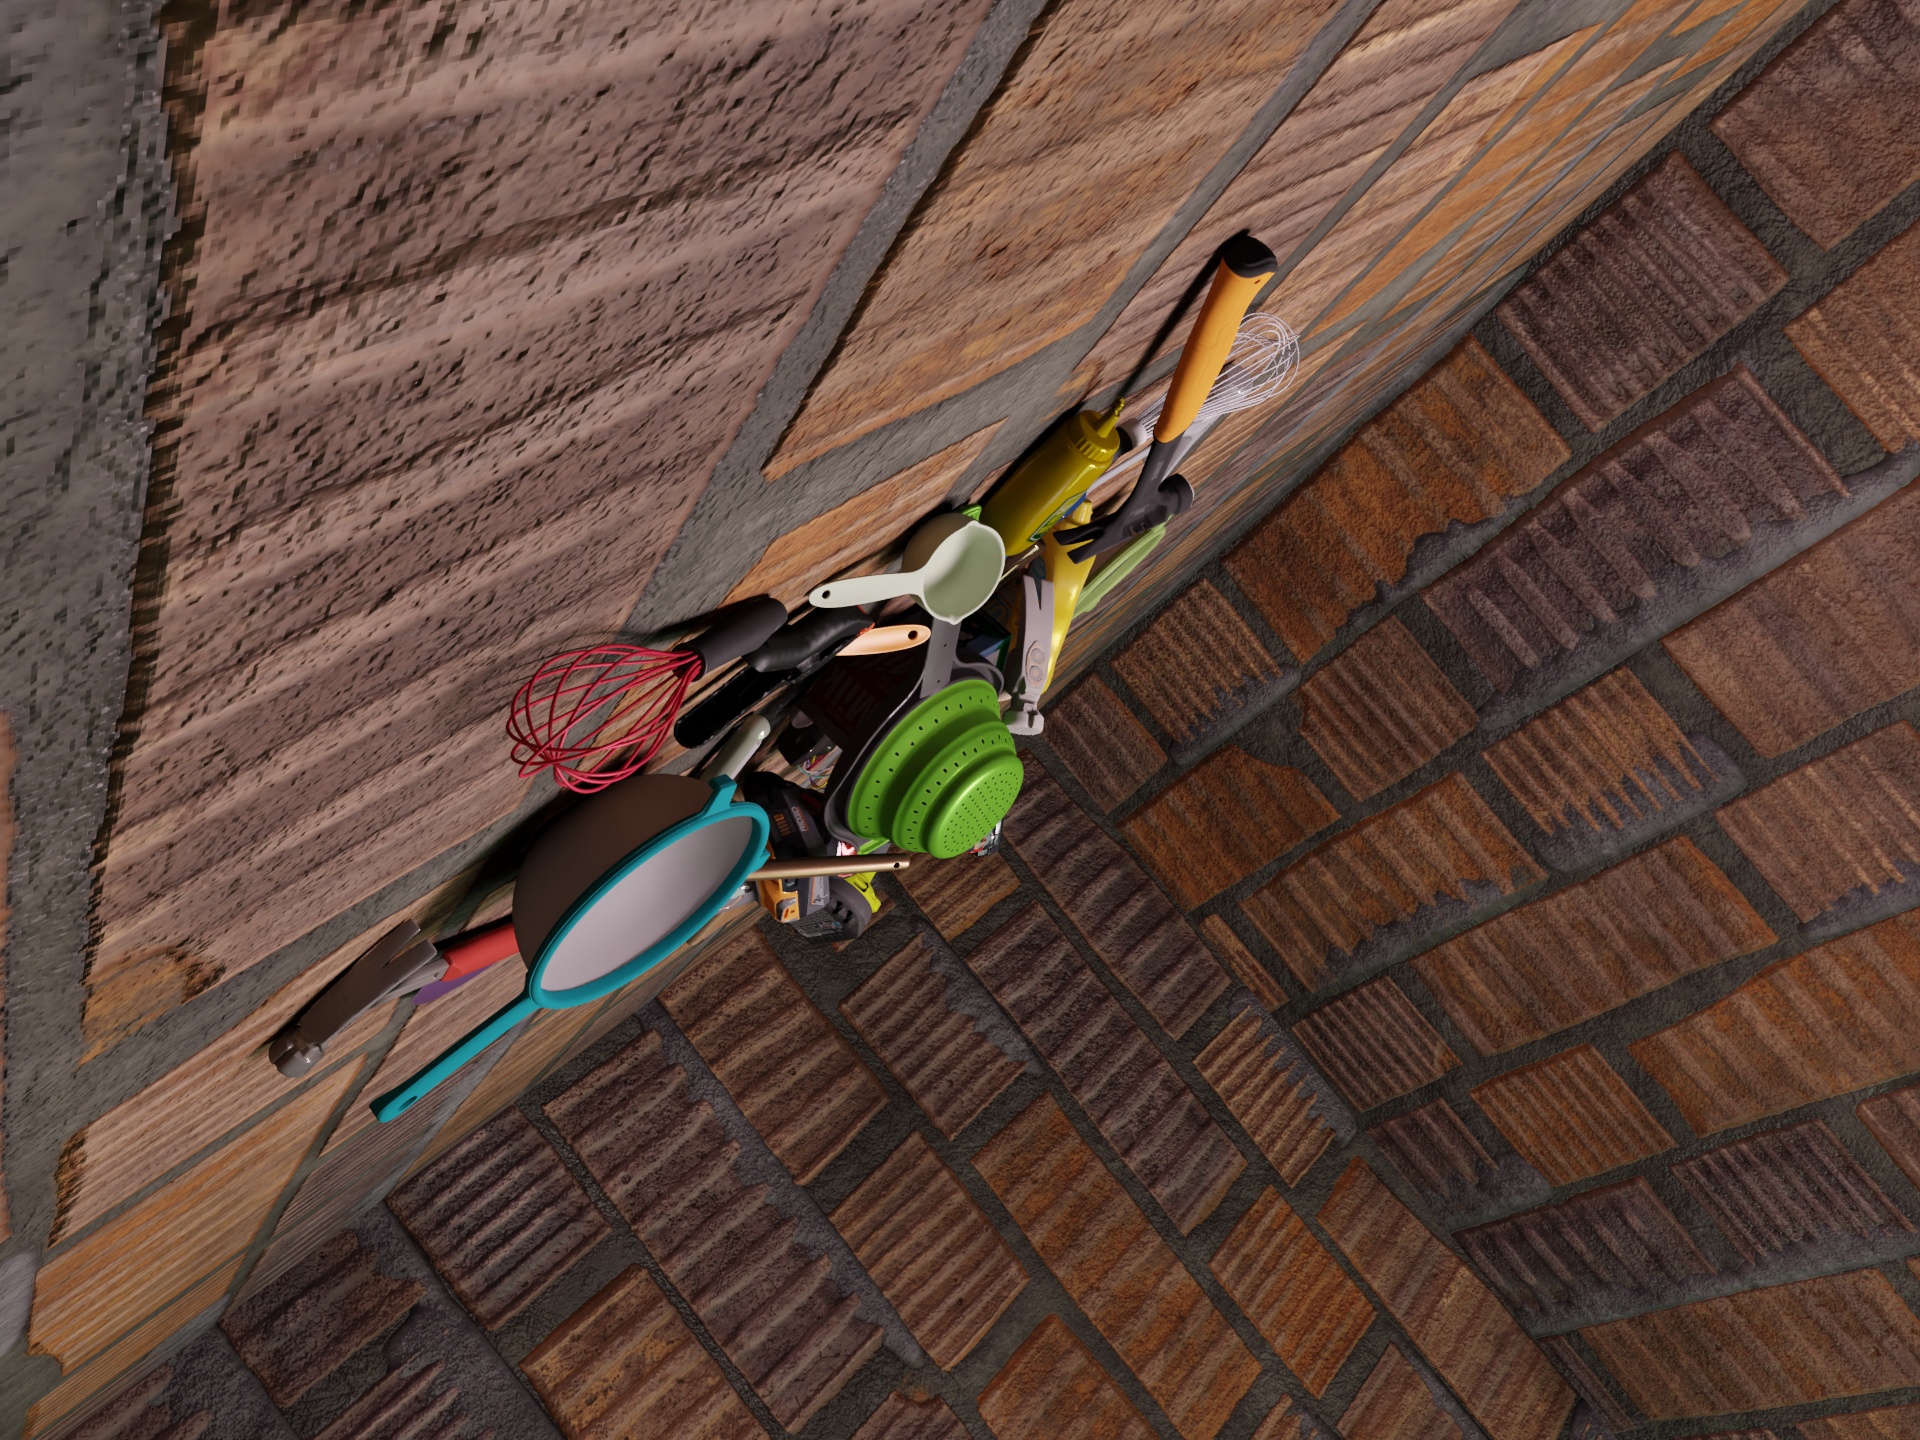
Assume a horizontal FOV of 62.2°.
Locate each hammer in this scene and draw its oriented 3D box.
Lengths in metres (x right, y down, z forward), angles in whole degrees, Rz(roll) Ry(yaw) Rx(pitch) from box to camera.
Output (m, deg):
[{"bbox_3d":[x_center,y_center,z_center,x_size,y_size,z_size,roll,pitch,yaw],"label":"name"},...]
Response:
[{"bbox_3d":[-0.016,-0.033,1.621,0.038,0.146,0.410,12,166,-23],"label":"hammer"},{"bbox_3d":[0.108,-0.201,1.414,0.405,0.035,0.144,-36,174,-38],"label":"hammer"},{"bbox_3d":[0.160,-0.234,1.194,0.127,0.034,0.336,-27,162,-20],"label":"hammer"},{"bbox_3d":[-0.380,0.180,1.248,0.149,0.037,0.359,-40,175,12],"label":"hammer"},{"bbox_3d":[-0.049,-0.066,1.513,0.331,0.031,0.130,-41,176,17],"label":"hammer"}]

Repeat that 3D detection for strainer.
[{"bbox_3d":[0.143,-0.172,1.766,0.151,0.069,0.256,-41,176,-7],"label":"strainer"},{"bbox_3d":[-0.298,0.146,1.148,0.340,0.095,0.210,-38,163,-12],"label":"strainer"}]

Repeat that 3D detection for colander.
[{"bbox_3d":[-0.002,-0.004,1.308,0.204,0.095,0.396,-32,150,-33],"label":"colander"}]

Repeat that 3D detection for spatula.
[{"bbox_3d":[-0.392,0.198,1.441,0.059,0.018,0.316,-50,172,18],"label":"spatula"}]

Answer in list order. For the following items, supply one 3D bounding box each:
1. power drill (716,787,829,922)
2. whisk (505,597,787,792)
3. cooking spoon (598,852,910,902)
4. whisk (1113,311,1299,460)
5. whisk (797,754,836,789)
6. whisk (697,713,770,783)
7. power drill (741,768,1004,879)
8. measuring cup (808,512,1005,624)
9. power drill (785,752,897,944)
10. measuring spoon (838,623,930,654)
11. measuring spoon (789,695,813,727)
[{"bbox_3d":[-0.229,0.134,1.346,0.226,0.084,0.185,-19,149,-15],"label":"power drill"},{"bbox_3d":[-0.160,-0.027,0.880,0.073,0.073,0.296,-41,-178,24],"label":"whisk"},{"bbox_3d":[-0.187,0.122,1.287,0.318,0.017,0.068,-1,114,-27],"label":"cooking spoon"},{"bbox_3d":[0.165,-0.251,1.301,0.284,0.070,0.070,-33,174,-15],"label":"whisk"},{"bbox_3d":[-0.100,-0.010,1.653,0.245,0.051,0.047,-48,-168,37],"label":"whisk"},{"bbox_3d":[-0.227,0.074,1.373,0.246,0.059,0.058,-48,-174,37],"label":"whisk"},{"bbox_3d":[-0.089,0.085,1.565,0.226,0.188,0.080,-7,113,-35],"label":"power drill"},{"bbox_3d":[-0.044,-0.106,1.130,0.167,0.038,0.083,-13,127,-35],"label":"measuring cup"},{"bbox_3d":[-0.111,0.128,1.722,0.190,0.080,0.229,-19,-148,53],"label":"power drill"},{"bbox_3d":[-0.076,-0.060,1.193,0.117,0.011,0.021,-9,120,-26],"label":"measuring spoon"},{"bbox_3d":[-0.108,-0.020,1.441,0.124,0.018,0.034,-17,148,-45],"label":"measuring spoon"}]
